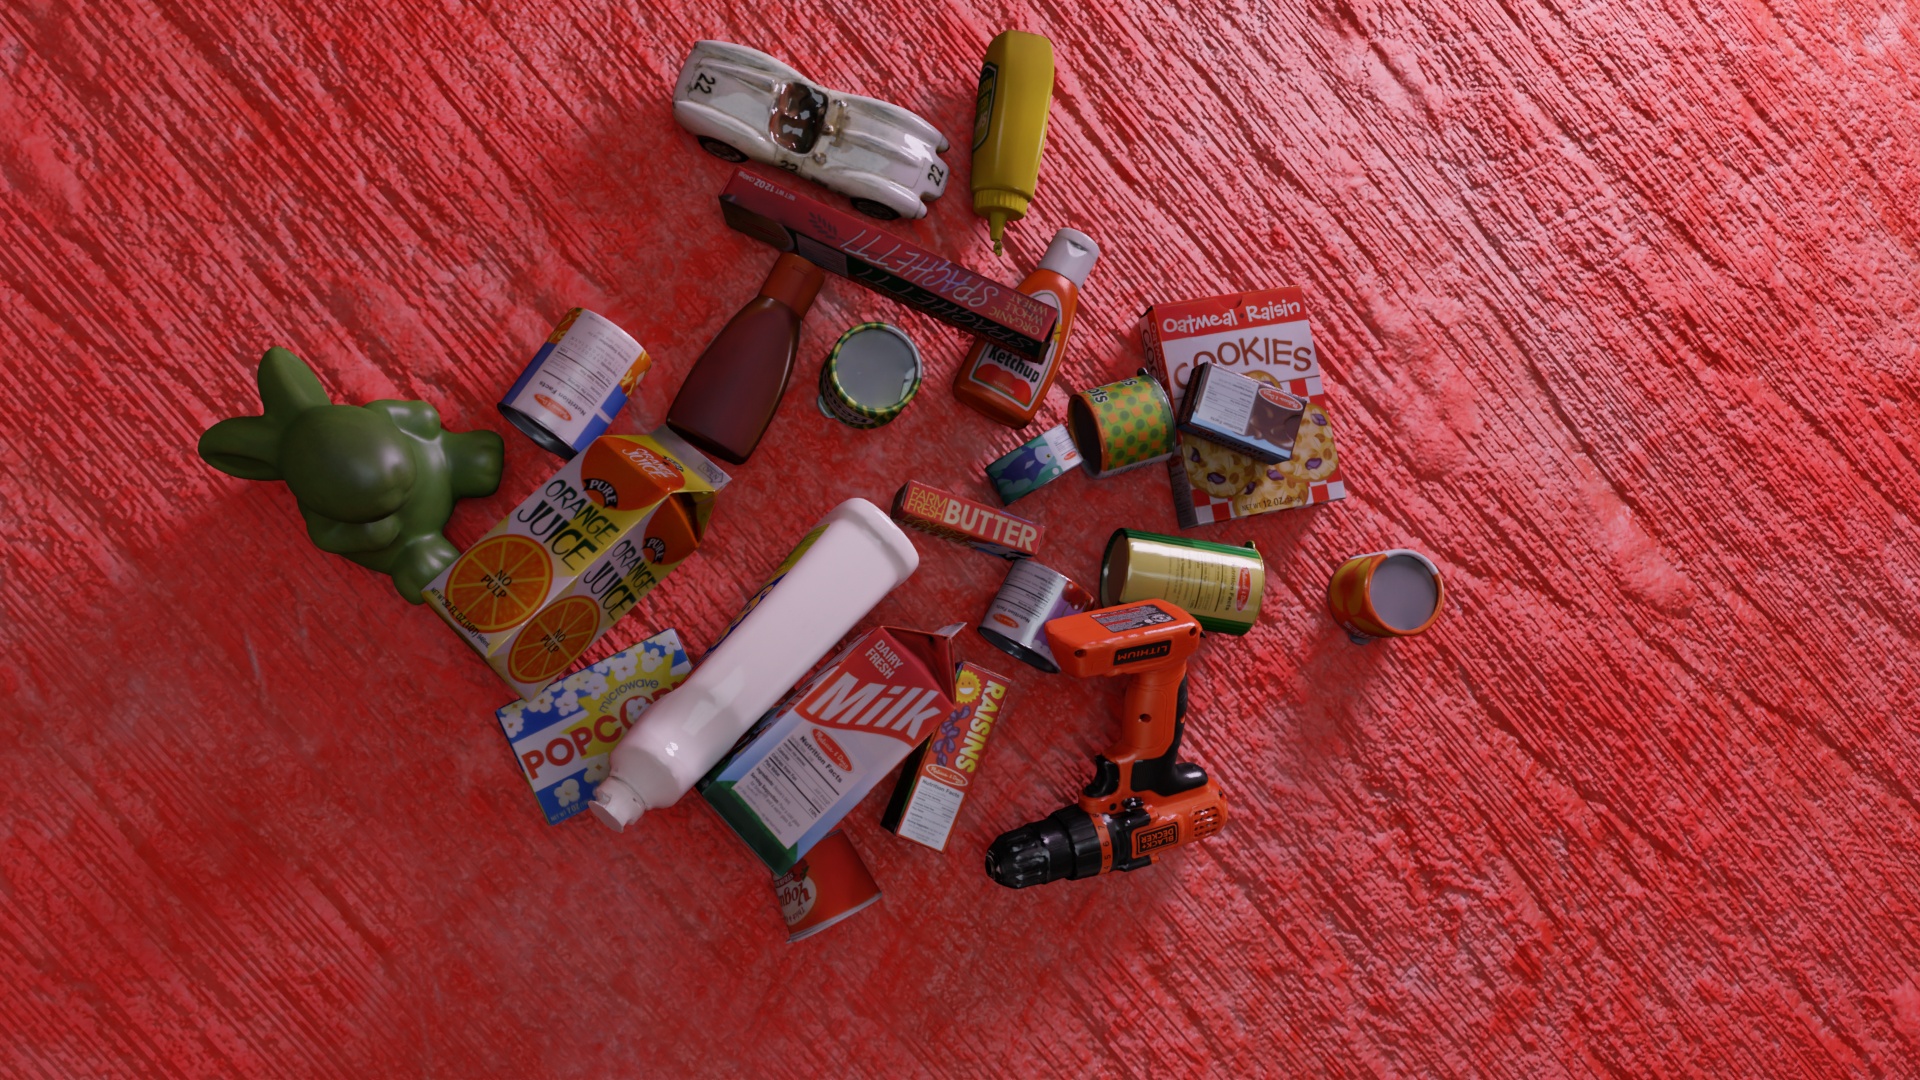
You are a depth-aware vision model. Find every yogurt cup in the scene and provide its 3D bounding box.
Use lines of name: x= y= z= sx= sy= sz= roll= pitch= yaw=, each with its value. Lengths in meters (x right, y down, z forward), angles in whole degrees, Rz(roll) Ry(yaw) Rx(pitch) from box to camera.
yogurt cup: x=-0.093 y=0.229 z=0.931 sx=0.072 sy=0.072 sz=0.054 roll=-24 pitch=82 yaw=-14

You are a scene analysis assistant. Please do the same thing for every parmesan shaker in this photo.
parmesan shaker: x=0.159 y=0.027 z=1.009 sx=0.103 sy=0.071 sz=0.071 roll=9 pitch=82 yaw=-11

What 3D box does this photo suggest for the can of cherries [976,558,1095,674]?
can of cherries: x=0.055 y=0.054 z=0.984 sx=0.071 sy=0.071 sz=0.058 roll=31 pitch=78 yaw=-8

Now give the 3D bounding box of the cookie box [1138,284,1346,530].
cookie box: x=0.212 y=-0.101 z=1.047 sx=0.123 sy=0.040 sz=0.167 roll=-10 pitch=86 yaw=-13

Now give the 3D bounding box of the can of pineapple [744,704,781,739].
can of pineapple: x=-0.111 y=0.143 z=0.938 sx=0.071 sy=0.058 sz=0.071 roll=1 pitch=84 yaw=-13

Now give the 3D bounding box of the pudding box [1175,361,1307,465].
pudding box: x=0.203 y=-0.091 z=1.008 sx=0.084 sy=0.030 sz=0.050 roll=19 pitch=80 yaw=-10

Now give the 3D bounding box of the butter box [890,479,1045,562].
butter box: x=0.004 y=-0.012 z=0.984 sx=0.103 sy=0.053 sz=0.024 roll=19 pitch=79 yaw=-10

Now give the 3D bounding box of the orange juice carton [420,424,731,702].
orange juice carton: x=-0.241 y=0.004 z=0.902 sx=0.072 sy=0.072 sz=0.193 roll=37 pitch=71 yaw=24

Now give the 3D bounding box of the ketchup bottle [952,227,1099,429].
ketchup bottle: x=0.053 y=-0.158 z=1.016 sx=0.065 sy=0.043 sz=0.149 roll=29 pitch=78 yaw=-5

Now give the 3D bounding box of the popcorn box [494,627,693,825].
popcorn box: x=-0.231 y=0.122 z=0.923 sx=0.127 sy=0.038 sz=0.085 roll=-26 pitch=90 yaw=-14

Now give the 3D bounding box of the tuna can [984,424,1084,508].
tuna can: x=0.051 y=-0.053 z=0.994 sx=0.071 sy=0.071 sz=0.033 roll=-30 pitch=91 yaw=-14

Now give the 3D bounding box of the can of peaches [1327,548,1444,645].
can of peaches: x=0.320 y=0.043 z=1.047 sx=0.071 sy=0.058 sz=0.071 roll=2 pitch=83 yaw=-13

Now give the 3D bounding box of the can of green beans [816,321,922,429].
can of green beans: x=-0.063 y=-0.115 z=0.977 sx=0.071 sy=0.057 sz=0.071 roll=1 pitch=84 yaw=-13

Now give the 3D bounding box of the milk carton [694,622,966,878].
milk carton: x=-0.072 y=0.117 z=0.882 sx=0.191 sy=0.072 sz=0.073 roll=-43 pitch=95 yaw=-14

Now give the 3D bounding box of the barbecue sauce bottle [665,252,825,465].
barbecue sauce bottle: x=-0.144 y=-0.130 z=0.968 sx=0.065 sy=0.043 sz=0.149 roll=29 pitch=78 yaw=-9

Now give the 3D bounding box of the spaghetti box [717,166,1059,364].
spaghetti box: x=-0.048 y=-0.190 z=0.969 sx=0.250 sy=0.050 sz=0.029 roll=24 pitch=79 yaw=2

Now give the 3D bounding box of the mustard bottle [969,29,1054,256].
mustard bottle: x=0.034 y=-0.288 z=1.017 sx=0.049 sy=0.065 sz=0.160 roll=8 pitch=86 yaw=-16

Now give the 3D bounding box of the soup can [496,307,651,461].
soup can: x=-0.257 y=-0.103 z=0.928 sx=0.071 sy=0.071 sz=0.084 roll=34 pitch=73 yaw=-7

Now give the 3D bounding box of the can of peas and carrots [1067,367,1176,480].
can of peas and carrots: x=0.116 y=-0.085 z=1.010 sx=0.059 sy=0.071 sz=0.071 roll=-17 pitch=88 yaw=-13

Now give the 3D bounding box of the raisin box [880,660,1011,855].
raisin box: x=-0.011 y=0.146 z=0.946 sx=0.040 sy=0.086 sz=0.123 roll=23 pitch=79 yaw=-5
